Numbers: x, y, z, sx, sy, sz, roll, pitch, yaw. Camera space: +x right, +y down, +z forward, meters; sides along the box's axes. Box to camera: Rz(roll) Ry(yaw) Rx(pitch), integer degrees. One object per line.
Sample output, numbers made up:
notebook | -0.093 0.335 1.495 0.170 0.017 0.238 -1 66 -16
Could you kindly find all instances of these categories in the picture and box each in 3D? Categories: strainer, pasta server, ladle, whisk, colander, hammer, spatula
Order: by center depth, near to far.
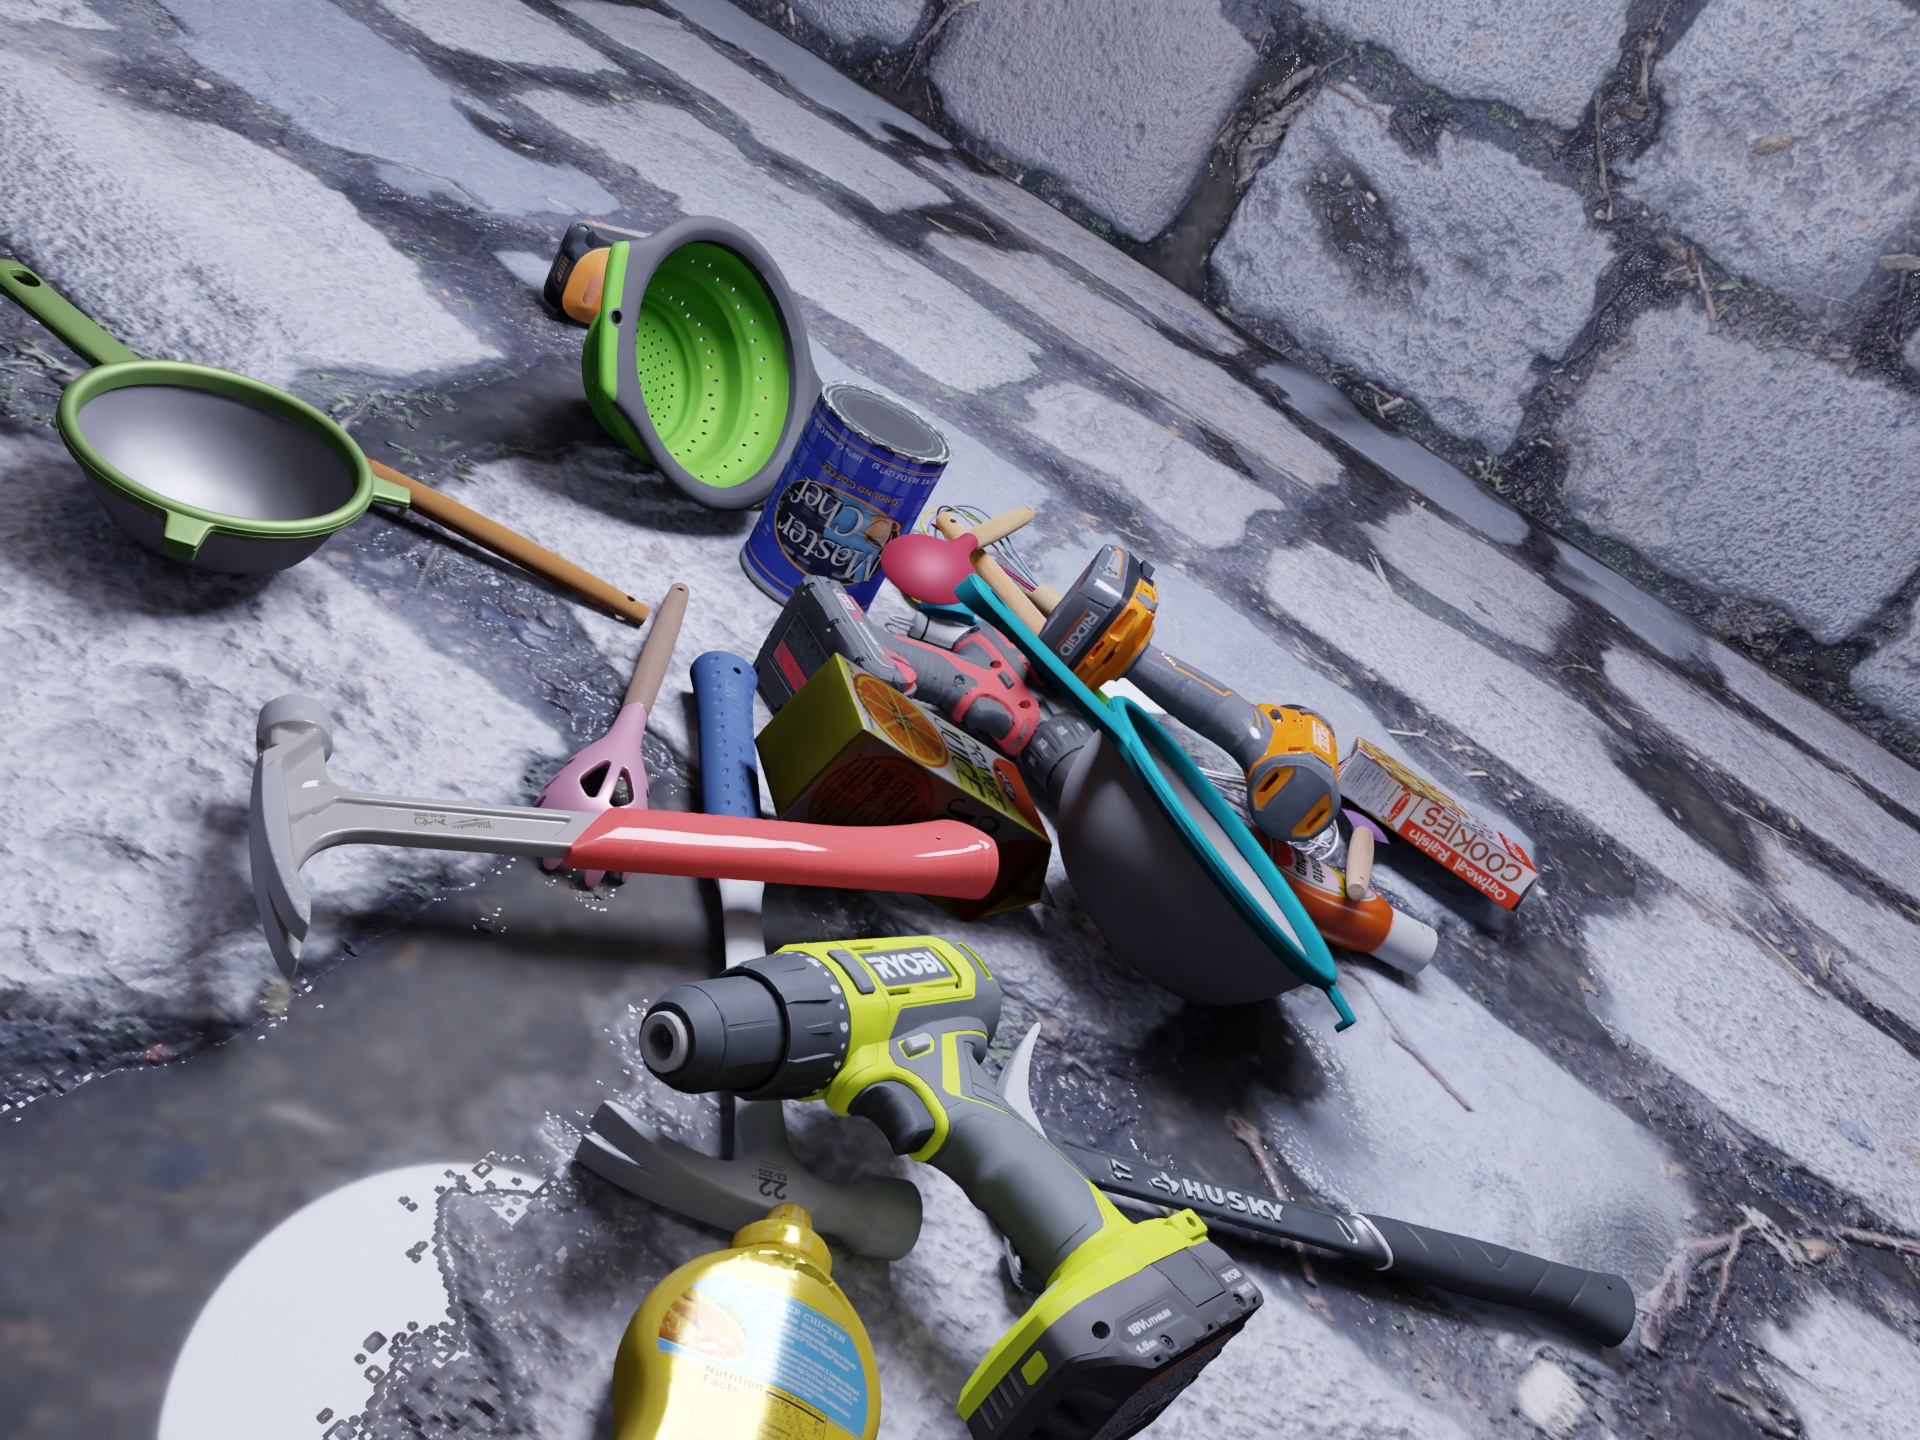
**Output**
hammer | -0.135 0.063 0.739 0.358 0.036 0.149 8 33 -32
hammer | -0.116 0.086 0.800 0.144 0.035 0.406 19 29 -23
hammer | 0.192 0.262 0.822 0.408 0.036 0.149 20 28 -21
strainer | -0.432 -0.151 0.841 0.256 0.069 0.151 37 29 13
pasta server | -0.185 -0.009 0.907 0.060 0.040 0.316 25 23 -13
strainer | 0.083 0.055 0.918 0.340 0.095 0.211 44 14 -28
spatula | -0.339 -0.131 0.960 0.322 0.041 0.081 28 26 -15
whisk | 0.166 0.038 1.164 0.246 0.057 0.059 25 57 -3
spatula | 0.300 0.092 1.182 0.060 0.018 0.316 37 15 9
ladle | 0.014 -0.135 1.187 0.069 0.031 0.315 33 21 6
strainer | 0.066 -0.039 1.199 0.258 0.050 0.087 17 25 -14
colander | -0.160 -0.244 1.213 0.094 0.204 0.396 2 -4 32
whisk | 0.046 -0.106 1.248 0.047 0.051 0.245 12 24 -48

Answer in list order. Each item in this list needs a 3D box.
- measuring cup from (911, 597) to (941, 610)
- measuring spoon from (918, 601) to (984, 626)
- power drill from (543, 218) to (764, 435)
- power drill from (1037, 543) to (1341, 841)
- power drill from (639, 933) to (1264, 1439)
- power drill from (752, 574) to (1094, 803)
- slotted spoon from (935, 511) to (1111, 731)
measuring cup | -0.062 -0.122 1.235 0.156 0.029 0.062 22 21 8
measuring spoon | 0.017 -0.082 1.213 0.042 0.021 0.128 4 -6 38
power drill | -0.257 -0.313 1.294 0.185 0.084 0.226 -4 48 -47
power drill | 0.167 -0.022 1.109 0.226 0.084 0.164 37 22 -2
power drill | -0.007 0.175 0.625 0.229 0.080 0.190 45 21 28
power drill | -0.002 -0.003 1.032 0.226 0.080 0.188 9 34 -42
slotted spoon | 0.067 -0.053 1.167 0.070 0.031 0.314 -12 51 -36
